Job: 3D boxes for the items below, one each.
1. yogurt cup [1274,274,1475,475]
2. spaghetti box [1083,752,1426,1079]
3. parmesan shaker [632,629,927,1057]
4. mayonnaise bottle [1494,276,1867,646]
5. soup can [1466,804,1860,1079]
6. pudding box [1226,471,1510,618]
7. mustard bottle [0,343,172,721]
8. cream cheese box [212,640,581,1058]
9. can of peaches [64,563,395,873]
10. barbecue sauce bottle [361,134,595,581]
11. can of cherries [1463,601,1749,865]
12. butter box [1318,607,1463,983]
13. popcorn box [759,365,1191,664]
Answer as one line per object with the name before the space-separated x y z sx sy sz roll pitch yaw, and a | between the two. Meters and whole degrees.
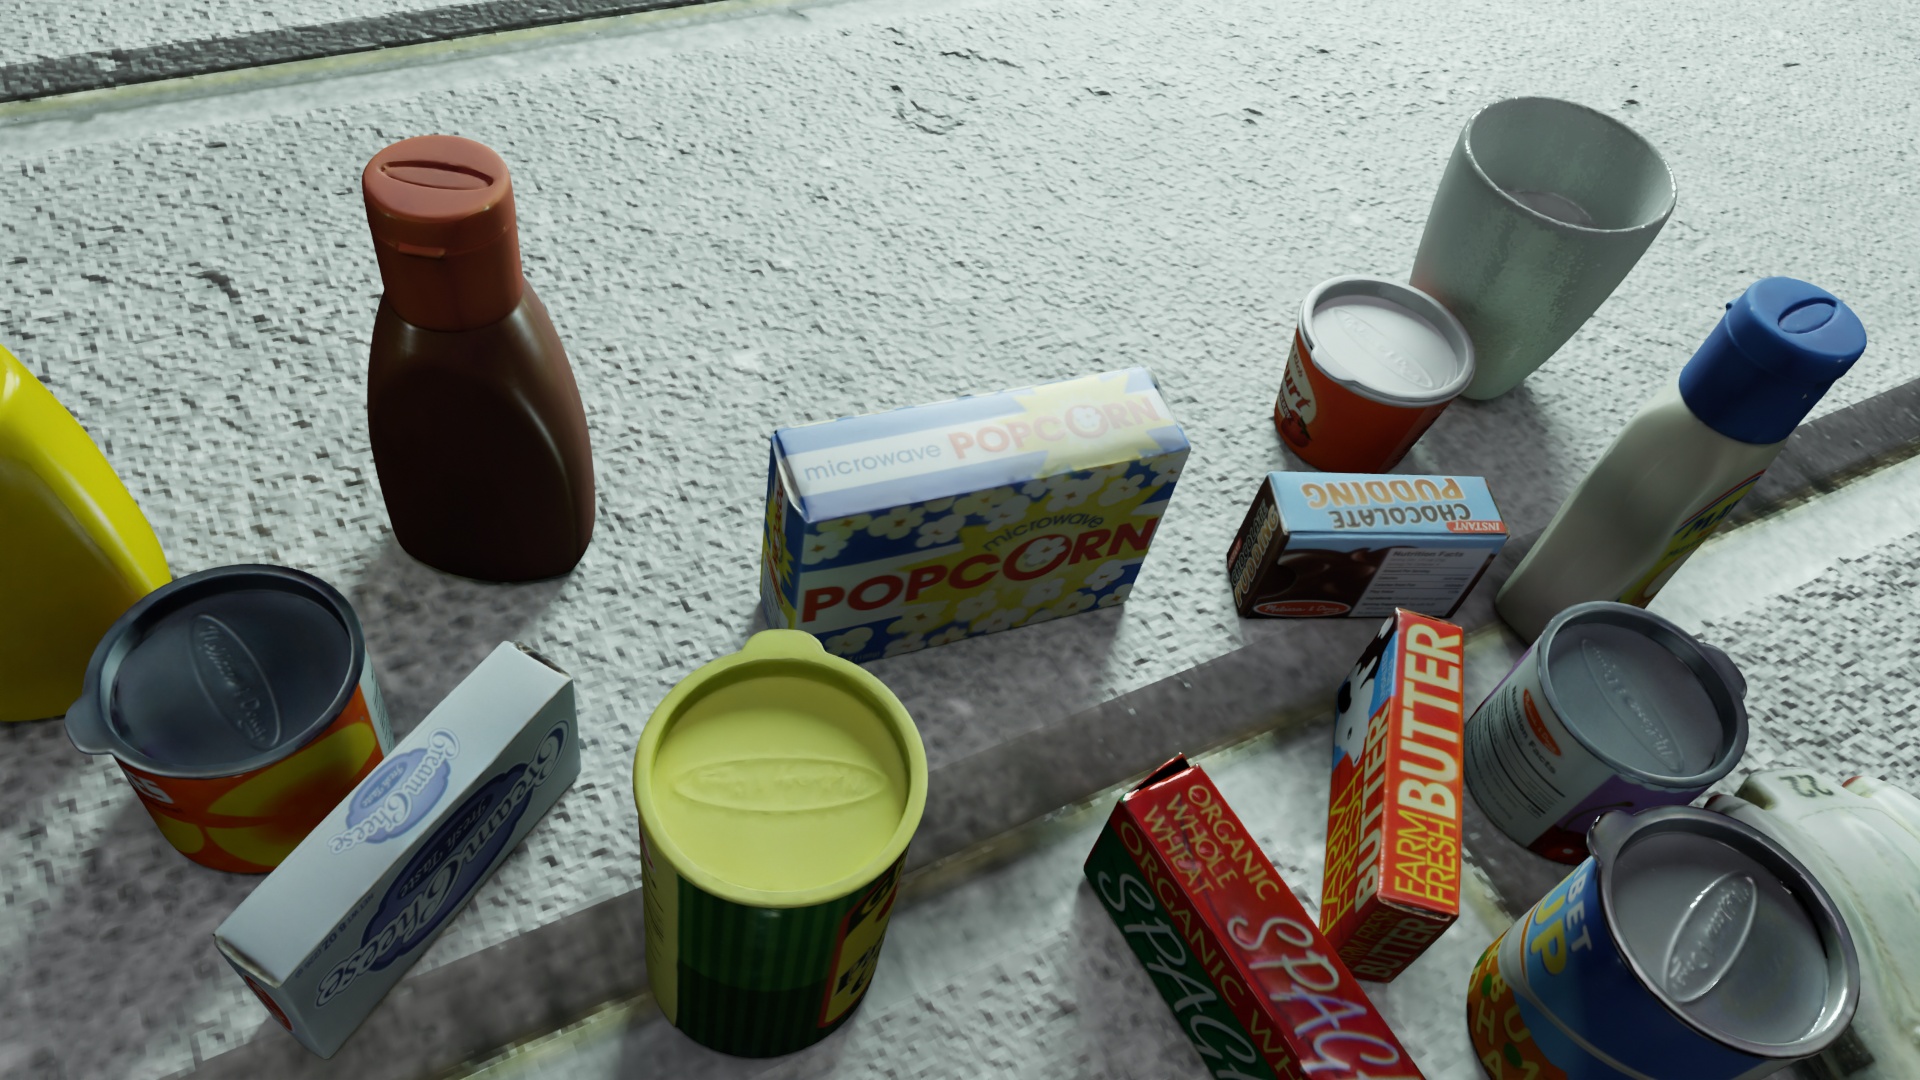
yogurt cup | 0.156 -0.061 0.537 0.072 0.053 0.073 5 51 -7
spaghetti box | 0.112 0.168 0.349 0.029 0.049 0.251 -20 58 -24
parmesan shaker | -0.048 0.080 0.355 0.071 0.102 0.072 5 51 -7
mayonnaise bottle | 0.235 -0.020 0.459 0.065 0.147 0.041 -24 60 -26
soup can | 0.185 0.119 0.381 0.071 0.083 0.072 5 51 -7
pudding box | 0.141 0.002 0.487 0.084 0.049 0.030 0 52 -11
mustard bottle | -0.252 -0.013 0.354 0.065 0.159 0.049 -19 58 -24
cream cheese box | -0.143 0.080 0.369 0.024 0.053 0.104 28 52 12
can of peaches | -0.195 0.050 0.379 0.071 0.057 0.071 5 51 -7
barbecue sauce bottle | -0.144 -0.047 0.408 0.065 0.147 0.044 8 51 -5
can of cherries | 0.206 0.063 0.446 0.071 0.058 0.072 5 51 -7
butter box | 0.132 0.077 0.424 0.024 0.052 0.104 16 51 2
popcorn box | 0.002 -0.006 0.444 0.127 0.084 0.038 -12 55 -19
